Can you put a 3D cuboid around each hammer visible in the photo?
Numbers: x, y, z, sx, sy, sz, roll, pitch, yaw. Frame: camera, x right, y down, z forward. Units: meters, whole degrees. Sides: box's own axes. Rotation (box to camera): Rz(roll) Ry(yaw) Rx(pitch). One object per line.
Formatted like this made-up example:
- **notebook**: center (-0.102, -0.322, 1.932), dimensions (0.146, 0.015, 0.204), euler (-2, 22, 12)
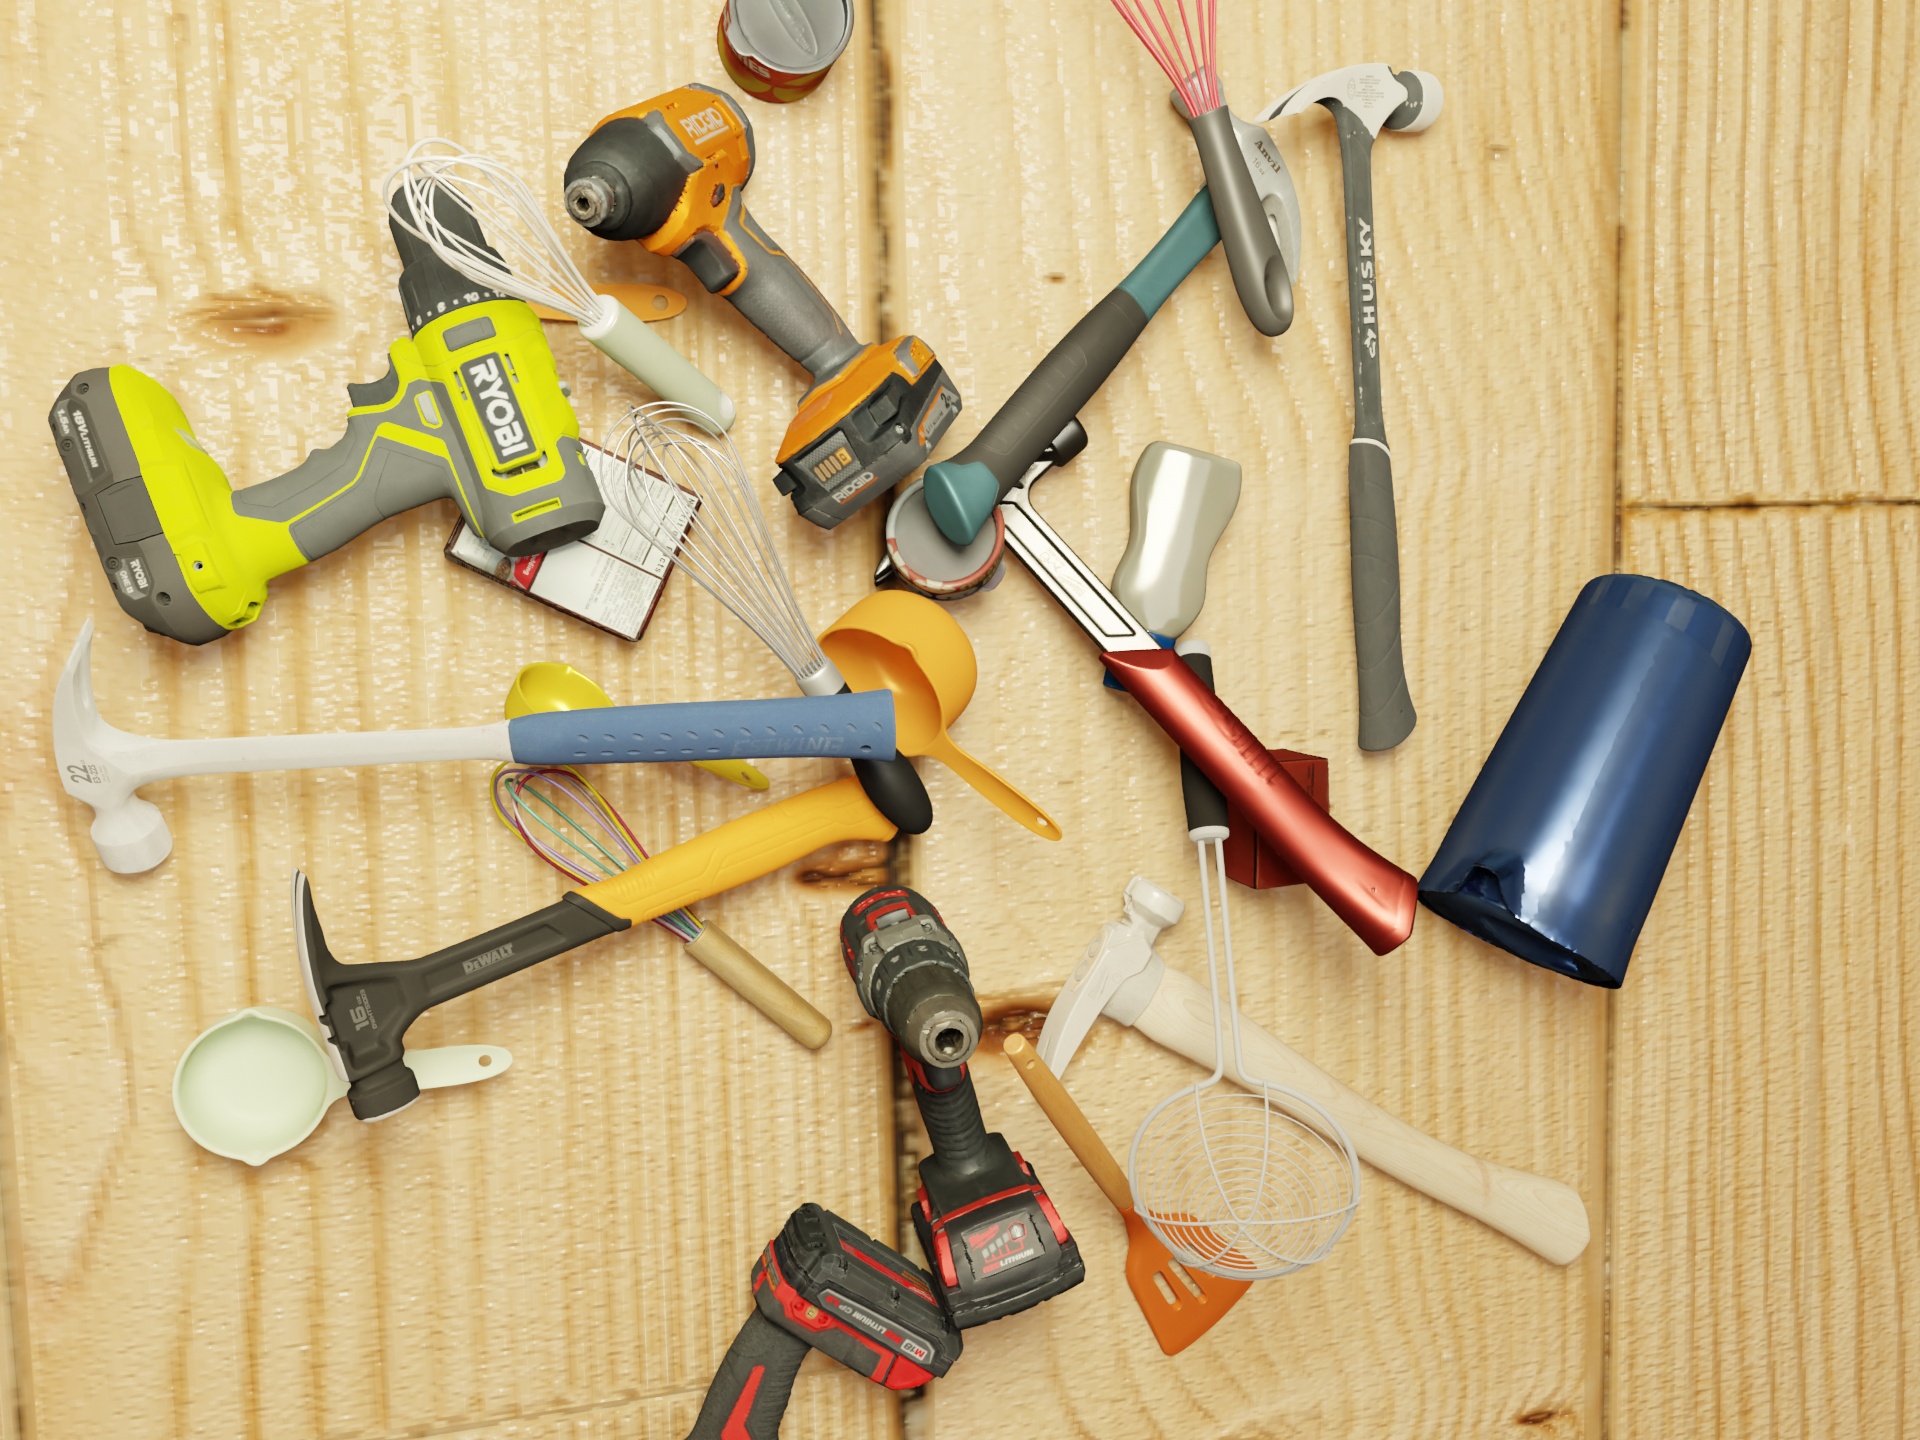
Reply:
- **hammer**: center (-0.172, 0.084, 0.841), dimensions (0.337, 0.034, 0.127), euler (-21, 101, -29)
- **hammer**: center (0.245, -0.183, 0.963), dimensions (0.149, 0.036, 0.409), euler (-14, 103, -40)
- **hammer**: center (0.117, -0.005, 0.900), dimensions (0.149, 0.036, 0.359), euler (-41, 85, -5)
- **hammer**: center (0.086, -0.224, 0.892), dimensions (0.128, 0.033, 0.331), euler (47, 66, -17)
- **hammer**: center (0.237, 0.258, 1.014), dimensions (0.410, 0.038, 0.146), euler (32, 87, -16)
- **hammer**: center (-0.235, 0.007, 0.793), dimensions (0.405, 0.035, 0.144), euler (-3, 133, -7)

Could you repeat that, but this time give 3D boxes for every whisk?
- **whisk**: center (-0.092, -0.047, 0.840), dimensions (0.070, 0.070, 0.284), euler (-38, 115, -10)
- **whisk**: center (0.131, -0.355, 0.880), dimensions (0.073, 0.073, 0.295), euler (-24, 103, -12)
- **whisk**: center (-0.185, -0.203, 0.785), dimensions (0.059, 0.246, 0.058), euler (-15, 66, 22)
- **whisk**: center (-0.161, 0.104, 0.887), dimensions (0.244, 0.051, 0.047), euler (43, 77, -18)

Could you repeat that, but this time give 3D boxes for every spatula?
- **spatula**: center (0.094, 0.274, 0.928), dimensions (0.081, 0.041, 0.322), euler (-40, 133, -9)

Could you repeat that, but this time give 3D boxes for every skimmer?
- **skimmer**: center (0.152, 0.133, 0.929), dimensions (0.127, 0.090, 0.364), euler (-7, 67, 13)

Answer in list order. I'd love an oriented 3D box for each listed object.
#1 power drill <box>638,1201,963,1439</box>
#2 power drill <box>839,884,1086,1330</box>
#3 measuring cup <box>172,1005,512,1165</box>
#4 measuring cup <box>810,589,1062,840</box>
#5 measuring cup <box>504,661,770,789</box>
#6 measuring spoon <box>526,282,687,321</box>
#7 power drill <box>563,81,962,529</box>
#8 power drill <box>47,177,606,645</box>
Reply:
- **power drill**: center (-0.102, 0.405, 0.912), dimensions (0.143, 0.078, 0.219), euler (37, 87, -15)
- **power drill**: center (-0.003, 0.212, 0.868), dimensions (0.080, 0.188, 0.226), euler (-19, 103, -9)
- **measuring cup**: center (-0.327, 0.186, 0.850), dimensions (0.167, 0.038, 0.083), euler (-3, 95, -17)
- **measuring cup**: center (-0.001, -0.003, 0.887), dimensions (0.173, 0.095, 0.052), euler (39, 50, 0)
- **measuring cup**: center (-0.178, 0.016, 0.878), dimensions (0.156, 0.062, 0.029), euler (25, 118, -28)
- **measuring spoon**: center (-0.207, -0.226, 0.865), dimensions (0.117, 0.011, 0.021), euler (-6, 96, -19)
- **power drill**: center (-0.106, -0.214, 0.816), dimensions (0.084, 0.164, 0.226), euler (-31, 107, 27)
- **power drill**: center (-0.311, -0.150, 0.787), dimensions (0.228, 0.080, 0.190), euler (-21, 90, -6)
